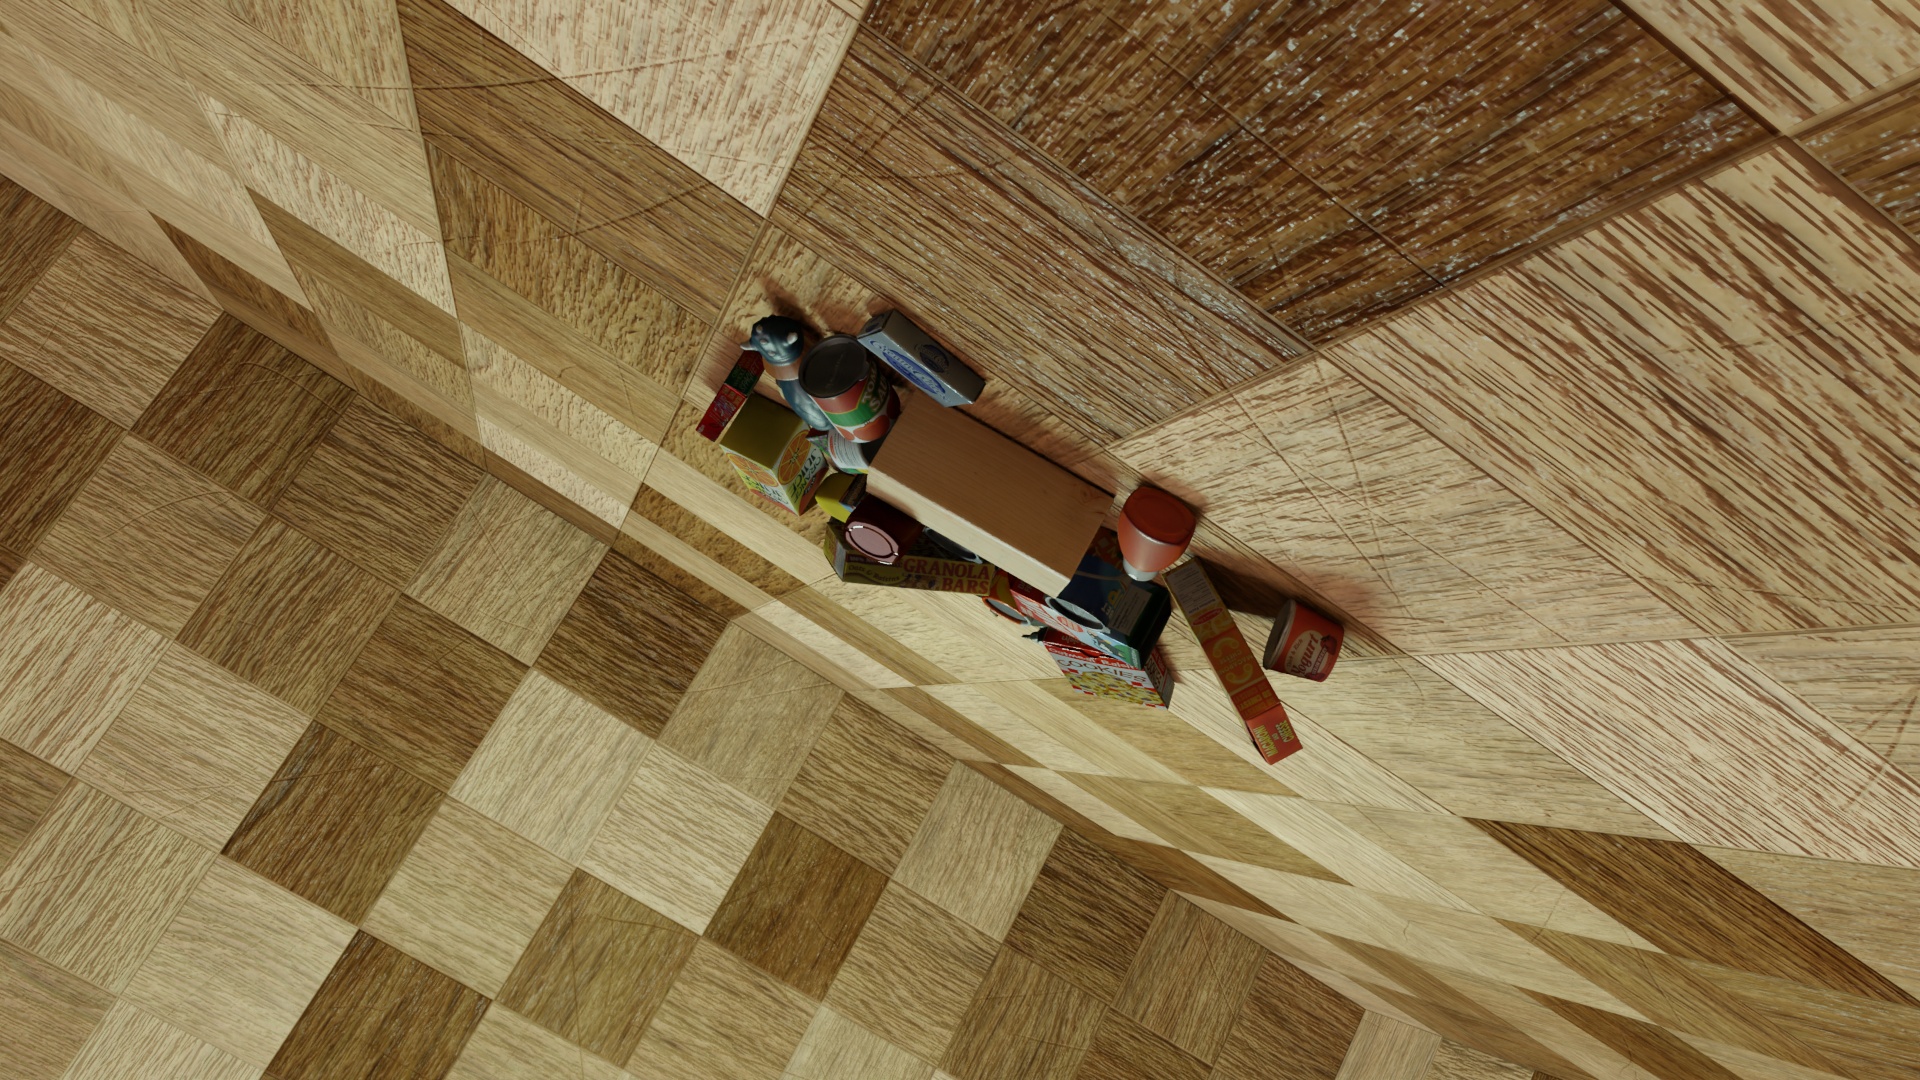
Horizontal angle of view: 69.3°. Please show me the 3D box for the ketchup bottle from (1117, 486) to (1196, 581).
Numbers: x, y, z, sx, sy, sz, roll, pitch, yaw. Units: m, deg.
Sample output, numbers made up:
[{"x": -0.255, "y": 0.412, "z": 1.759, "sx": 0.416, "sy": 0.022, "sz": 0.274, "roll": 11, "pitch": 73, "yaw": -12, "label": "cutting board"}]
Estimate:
[{"x": 0.169, "y": 0.000, "z": 1.237, "sx": 0.065, "sy": 0.043, "sz": 0.148, "roll": 33, "pitch": 166, "yaw": 10, "label": "ketchup bottle"}]

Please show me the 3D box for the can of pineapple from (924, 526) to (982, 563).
[{"x": 0.005, "y": -0.018, "z": 1.462, "sx": 0.071, "sy": 0.058, "sz": 0.071, "roll": 28, "pitch": 165, "yaw": 8, "label": "can of pineapple"}]

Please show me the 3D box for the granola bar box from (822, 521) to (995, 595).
[{"x": -0.059, "y": 0.020, "z": 1.525, "sx": 0.166, "sy": 0.039, "sz": 0.124, "roll": 6, "pitch": -167, "yaw": -17, "label": "granola bar box"}]

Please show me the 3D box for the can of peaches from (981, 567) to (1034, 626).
[{"x": 0.064, "y": 0.058, "z": 1.602, "sx": 0.071, "sy": 0.058, "sz": 0.071, "roll": 27, "pitch": 165, "yaw": 8, "label": "can of peaches"}]

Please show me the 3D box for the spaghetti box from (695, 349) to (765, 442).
[{"x": -0.251, "y": -0.156, "z": 1.515, "sx": 0.028, "sy": 0.050, "sz": 0.249, "roll": 32, "pitch": 165, "yaw": -11, "label": "spaghetti box"}]

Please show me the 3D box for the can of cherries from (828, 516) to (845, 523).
[{"x": -0.119, "y": -0.013, "z": 1.703, "sx": 0.071, "sy": 0.071, "sz": 0.058, "roll": 13, "pitch": 158, "yaw": 49, "label": "can of cherries"}]

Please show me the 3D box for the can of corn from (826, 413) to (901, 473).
[{"x": -0.086, "y": -0.099, "z": 1.362, "sx": 0.071, "sy": 0.071, "sz": 0.058, "roll": 39, "pitch": 161, "yaw": -31, "label": "can of corn"}]

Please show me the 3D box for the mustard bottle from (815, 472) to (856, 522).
[{"x": -0.101, "y": -0.042, "z": 1.607, "sx": 0.160, "sy": 0.049, "sz": 0.065, "roll": 12, "pitch": 157, "yaw": 47, "label": "mustard bottle"}]

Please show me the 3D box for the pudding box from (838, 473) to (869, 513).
[{"x": -0.080, "y": -0.033, "z": 1.434, "sx": 0.030, "sy": 0.050, "sz": 0.083, "roll": 15, "pitch": 159, "yaw": 48, "label": "pudding box"}]

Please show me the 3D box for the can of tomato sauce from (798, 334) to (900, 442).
[{"x": -0.097, "y": -0.136, "z": 1.256, "sx": 0.071, "sy": 0.071, "sz": 0.083, "roll": 22, "pitch": 164, "yaw": 29, "label": "can of tomato sauce"}]

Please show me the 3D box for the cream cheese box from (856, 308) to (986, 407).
[{"x": -0.033, "y": -0.151, "z": 1.163, "sx": 0.103, "sy": 0.024, "sz": 0.053, "roll": 36, "pitch": 164, "yaw": -23, "label": "cream cheese box"}]

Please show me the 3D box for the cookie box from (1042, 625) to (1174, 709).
[{"x": 0.180, "y": 0.149, "z": 1.670, "sx": 0.123, "sy": 0.040, "sz": 0.167, "roll": 9, "pitch": 158, "yaw": 24, "label": "cookie box"}]

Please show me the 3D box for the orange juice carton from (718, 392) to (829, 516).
[{"x": -0.209, "y": -0.089, "z": 1.610, "sx": 0.072, "sy": 0.073, "sz": 0.192, "roll": 26, "pitch": 165, "yaw": 14, "label": "orange juice carton"}]

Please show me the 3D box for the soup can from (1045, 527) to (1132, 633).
[{"x": 0.133, "y": 0.039, "z": 1.353, "sx": 0.071, "sy": 0.084, "sz": 0.071, "roll": 28, "pitch": 165, "yaw": 8, "label": "soup can"}]

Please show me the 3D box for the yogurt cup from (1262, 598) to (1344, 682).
[{"x": 0.307, "y": 0.092, "z": 1.241, "sx": 0.054, "sy": 0.072, "sz": 0.072, "roll": 21, "pitch": 164, "yaw": 4, "label": "yogurt cup"}]

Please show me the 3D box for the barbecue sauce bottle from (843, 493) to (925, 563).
[{"x": -0.056, "y": -0.036, "z": 1.360, "sx": 0.065, "sy": 0.149, "sz": 0.043, "roll": 27, "pitch": 128, "yaw": 8, "label": "barbecue sauce bottle"}]

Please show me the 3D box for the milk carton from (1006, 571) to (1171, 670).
[{"x": 0.120, "y": 0.056, "z": 1.457, "sx": 0.191, "sy": 0.073, "sz": 0.072, "roll": 25, "pitch": 165, "yaw": 19, "label": "milk carton"}]

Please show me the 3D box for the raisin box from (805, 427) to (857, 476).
[{"x": -0.091, "y": -0.089, "z": 1.452, "sx": 0.123, "sy": 0.040, "sz": 0.086, "roll": 38, "pitch": 163, "yaw": -22, "label": "raisin box"}]

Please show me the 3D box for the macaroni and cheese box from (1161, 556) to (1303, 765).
[{"x": 0.250, "y": 0.112, "z": 1.280, "sx": 0.123, "sy": 0.040, "sz": 0.167, "roll": 51, "pitch": -168, "yaw": -55, "label": "macaroni and cheese box"}]
